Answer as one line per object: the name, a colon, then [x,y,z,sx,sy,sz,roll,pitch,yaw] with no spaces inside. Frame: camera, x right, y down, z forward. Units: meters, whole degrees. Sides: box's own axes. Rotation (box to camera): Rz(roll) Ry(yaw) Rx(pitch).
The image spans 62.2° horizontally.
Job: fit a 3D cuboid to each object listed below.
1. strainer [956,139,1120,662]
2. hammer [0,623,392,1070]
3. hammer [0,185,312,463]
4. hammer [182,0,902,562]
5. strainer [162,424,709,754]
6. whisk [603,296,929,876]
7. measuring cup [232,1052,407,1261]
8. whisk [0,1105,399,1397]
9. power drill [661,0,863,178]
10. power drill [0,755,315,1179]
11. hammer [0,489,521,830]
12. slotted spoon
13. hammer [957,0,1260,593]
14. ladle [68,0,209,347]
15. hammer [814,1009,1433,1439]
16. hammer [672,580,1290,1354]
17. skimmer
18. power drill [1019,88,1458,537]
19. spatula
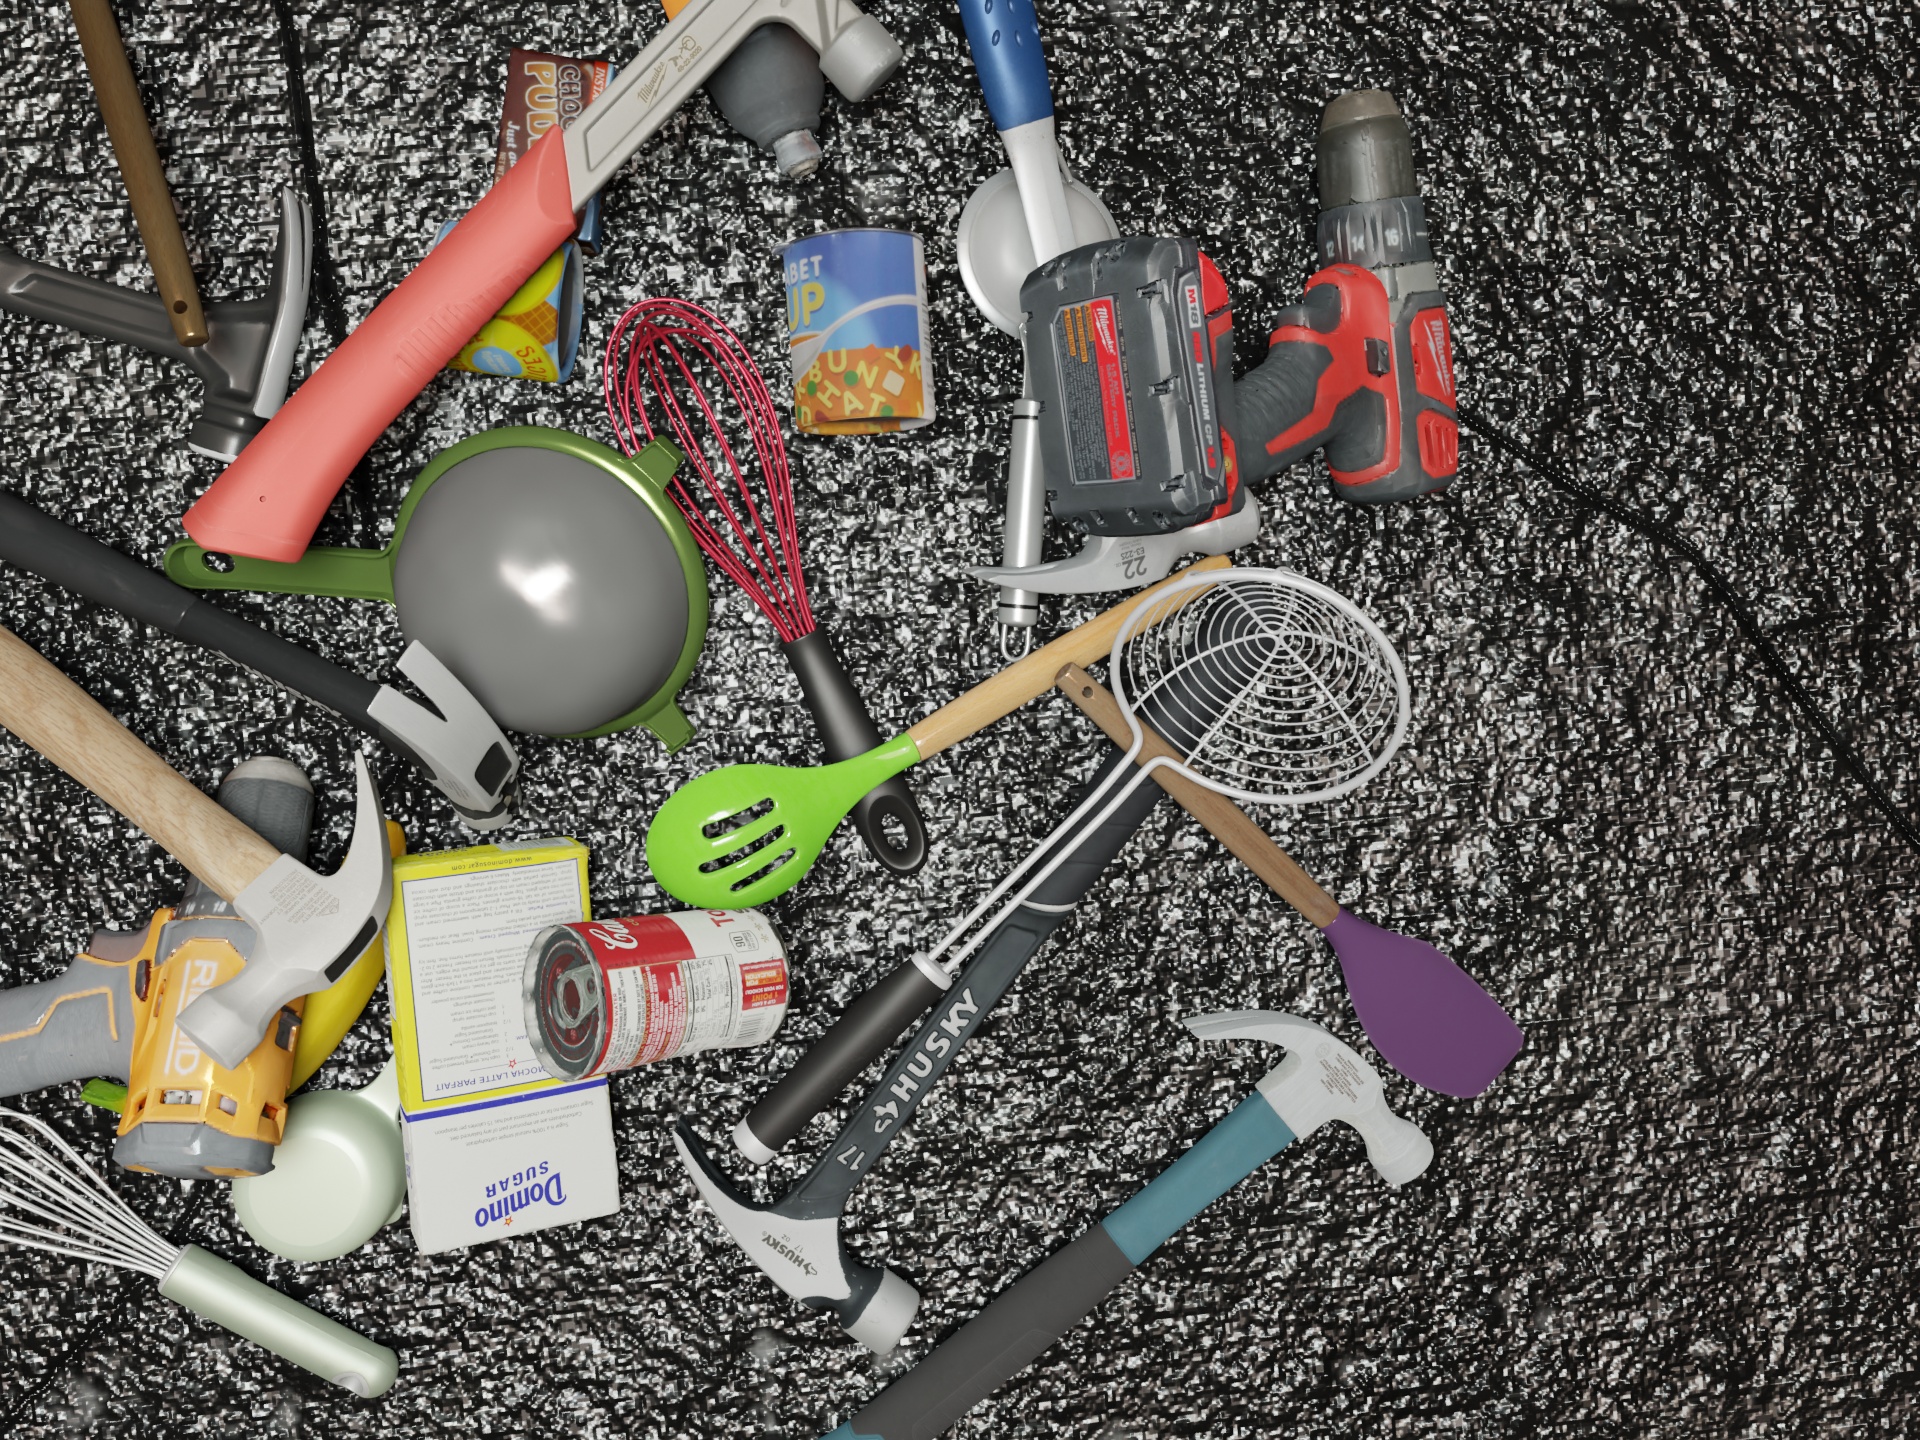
strainer: [0.037,-0.156,0.760,0.086,0.050,0.258,2,96,-19]
hammer: [-0.384,0.003,0.692,0.331,0.031,0.130,35,61,11]
hammer: [-0.469,-0.219,0.719,0.337,0.034,0.127,15,92,-5]
hammer: [-0.199,-0.210,0.670,0.149,0.037,0.359,45,91,-8]
strainer: [-0.244,-0.054,0.708,0.256,0.069,0.151,5,115,5]
whisk: [-0.084,-0.057,0.747,0.073,0.073,0.295,-26,101,-3]
measuring cup: [-0.275,0.180,0.747,0.083,0.038,0.167,38,90,-5]
whisk: [-0.373,0.251,0.743,0.246,0.059,0.057,32,126,-9]
power drill: [-0.027,-0.359,0.727,0.226,0.084,0.164,-22,96,0]
power drill: [-0.398,0.103,0.699,0.226,0.084,0.185,1,68,1]
hammer: [-0.352,-0.053,0.699,0.335,0.146,0.035,26,69,3]
slotted spoon: [-0.001,-0.002,0.743,0.314,0.031,0.070,-30,114,-14]
hammer: [0.026,-0.248,0.693,0.144,0.035,0.405,-21,109,-16]
ladle: [-0.383,-0.316,0.690,0.078,0.062,0.320,-19,86,-5]
hammer: [0.068,0.267,0.781,0.331,0.033,0.128,-39,95,-2]
hammer: [0.024,0.100,0.771,0.149,0.036,0.409,37,89,-4]
skimmer: [0.034,0.078,0.693,0.363,0.090,0.127,-45,107,5]
power drill: [0.136,-0.179,0.699,0.226,0.080,0.188,-17,104,-37]
spatula: [0.159,0.080,0.767,0.315,0.018,0.060,42,89,-15]
